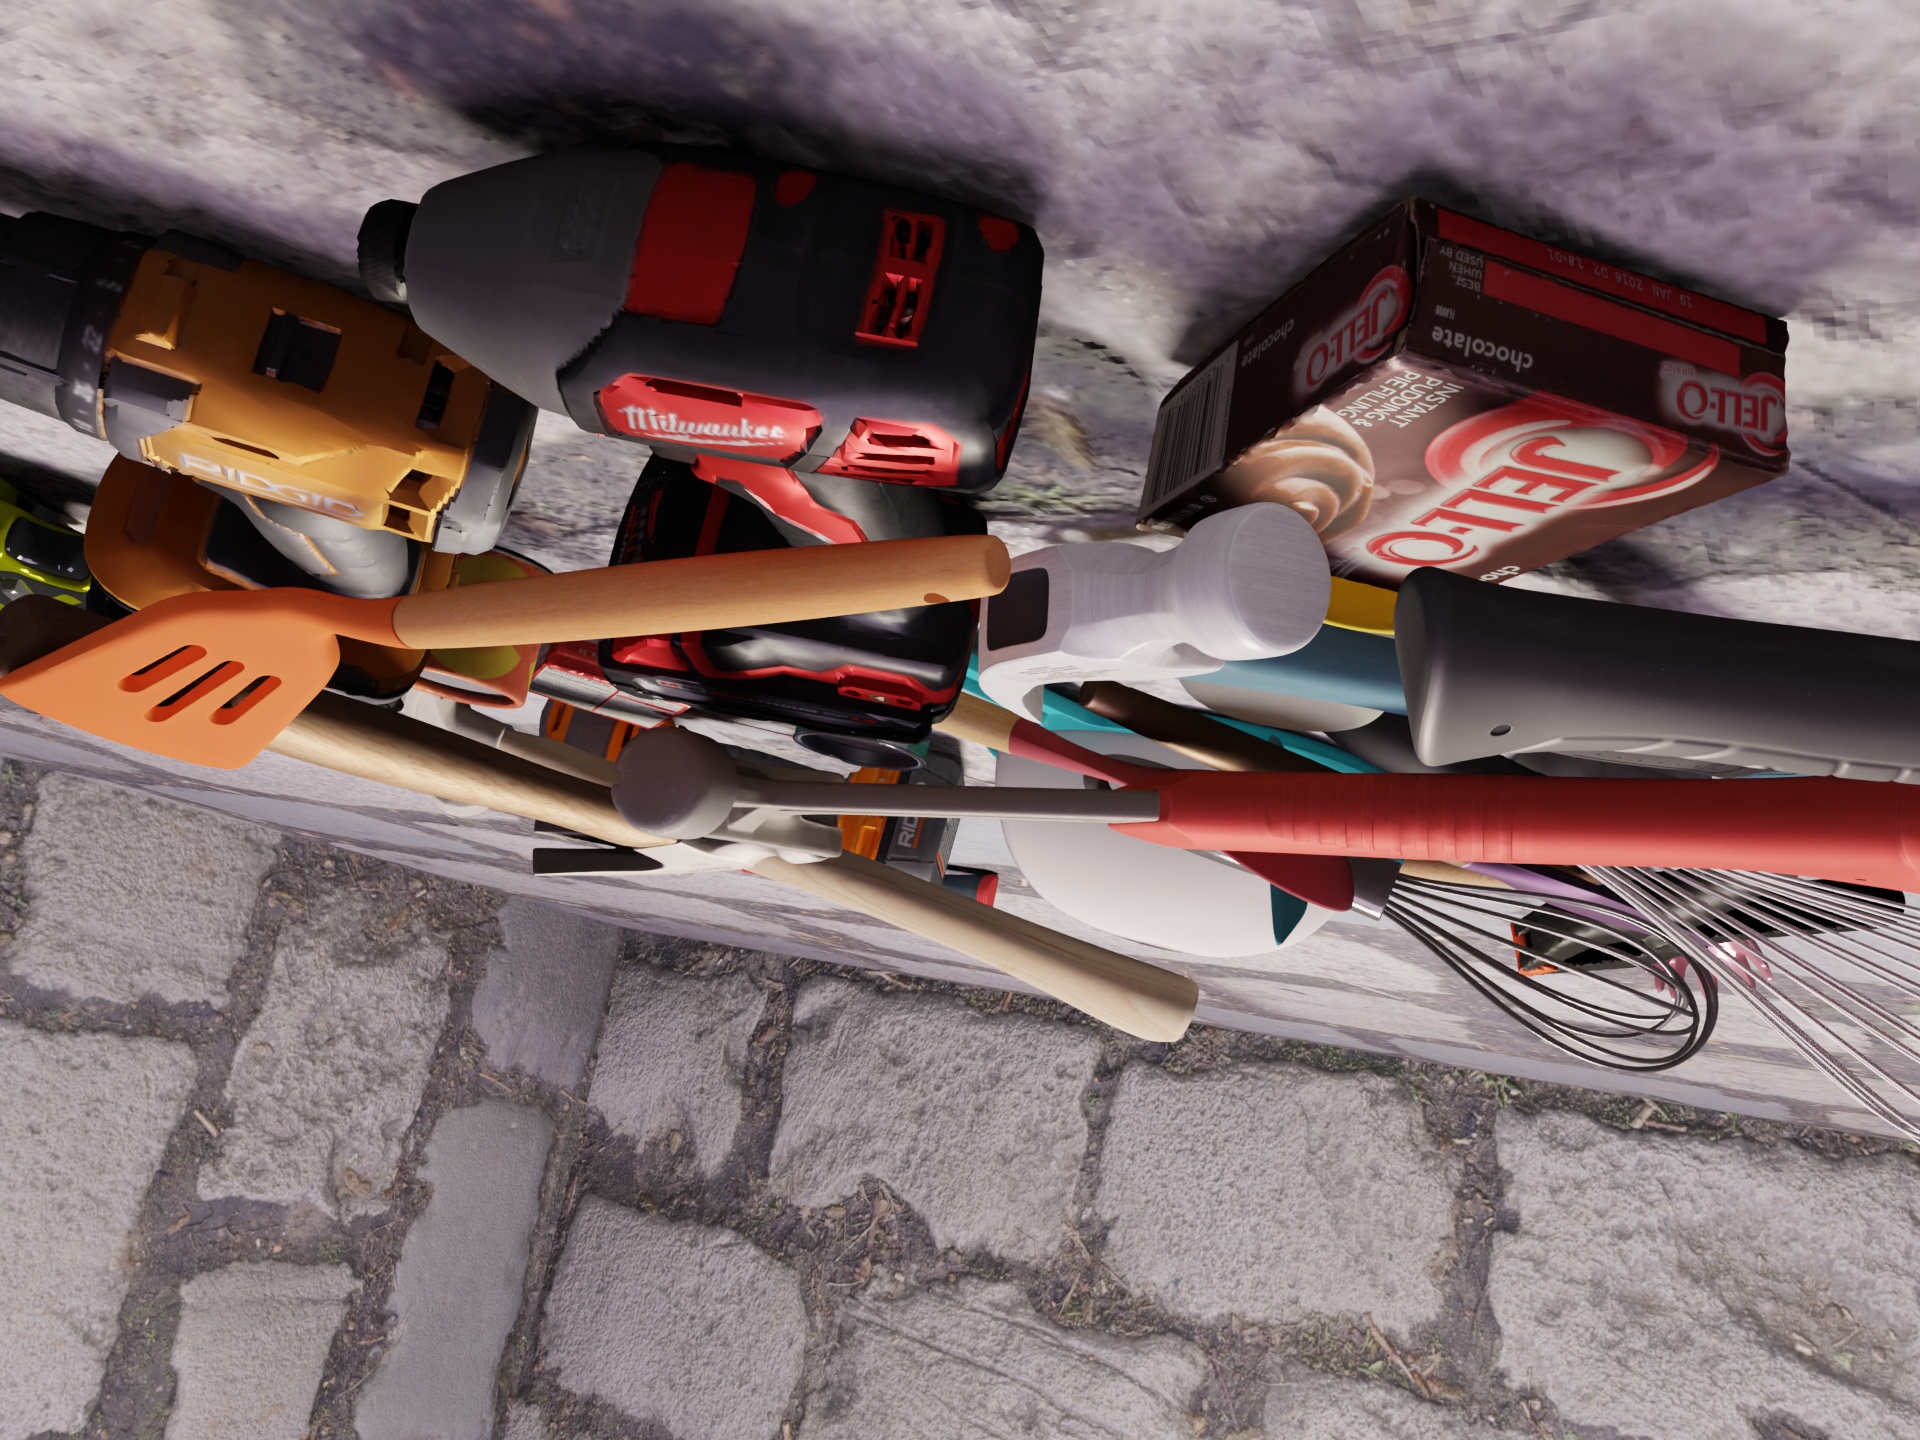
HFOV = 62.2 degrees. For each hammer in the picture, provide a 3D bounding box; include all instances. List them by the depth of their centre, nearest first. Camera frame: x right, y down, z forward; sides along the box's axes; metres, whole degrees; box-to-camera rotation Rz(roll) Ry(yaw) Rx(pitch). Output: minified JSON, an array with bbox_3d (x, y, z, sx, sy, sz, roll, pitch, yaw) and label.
[{"bbox_3d":[0.246,0.001,0.322,0.334,0.035,0.146,6,148,-9],"label":"hammer"},{"bbox_3d":[0.145,-0.007,0.438,0.330,0.033,0.128,8,173,-36],"label":"hammer"},{"bbox_3d":[0.090,0.027,0.460,0.359,0.037,0.149,1,173,19],"label":"hammer"},{"bbox_3d":[-0.196,0.017,0.606,0.130,0.031,0.331,-11,159,31],"label":"hammer"},{"bbox_3d":[-0.075,0.068,0.786,0.410,0.038,0.146,21,151,-1],"label":"hammer"},{"bbox_3d":[-0.147,0.128,1.418,0.386,0.038,0.143,5,164,29],"label":"hammer"}]

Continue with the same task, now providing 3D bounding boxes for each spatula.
[{"bbox_3d":[-0.129,-0.019,0.416,0.323,0.041,0.081,-2,160,33],"label":"spatula"},{"bbox_3d":[0.178,0.042,0.624,0.315,0.018,0.060,22,174,-24],"label":"spatula"},{"bbox_3d":[0.222,0.065,0.730,0.317,0.082,0.044,8,167,-41],"label":"spatula"}]

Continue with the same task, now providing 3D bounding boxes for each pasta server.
[{"bbox_3d":[0.343,0.092,0.815,0.060,0.040,0.316,-22,147,34],"label":"pasta server"}]

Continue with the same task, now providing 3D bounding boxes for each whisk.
[{"bbox_3d":[0.227,0.051,0.518,0.285,0.070,0.070,34,-179,33],"label":"whisk"},{"bbox_3d":[0.154,0.065,0.581,0.239,0.055,0.055,23,170,15],"label":"whisk"}]

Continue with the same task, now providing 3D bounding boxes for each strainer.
[{"bbox_3d":[0.068,0.047,0.736,0.211,0.095,0.340,1,165,40],"label":"strainer"}]

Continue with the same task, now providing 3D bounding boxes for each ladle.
[{"bbox_3d":[-0.001,-0.002,0.591,0.315,0.031,0.069,21,-171,24],"label":"ladle"}]

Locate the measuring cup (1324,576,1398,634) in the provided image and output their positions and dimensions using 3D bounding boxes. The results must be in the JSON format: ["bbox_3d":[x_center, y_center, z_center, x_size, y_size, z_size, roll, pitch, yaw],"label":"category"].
[{"bbox_3d":[0.082,-0.048,0.476,0.157,0.029,0.062,5,169,46],"label":"measuring cup"}]

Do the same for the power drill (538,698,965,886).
[{"bbox_3d":[-0.115,0.041,0.919,0.226,0.084,0.164,15,168,5],"label":"power drill"}]

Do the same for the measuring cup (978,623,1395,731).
[{"bbox_3d":[0.072,-0.022,0.558,0.168,0.038,0.083,1,164,36],"label":"measuring cup"}]

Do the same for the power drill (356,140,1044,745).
[{"bbox_3d":[-0.057,-0.065,0.412,0.143,0.079,0.219,10,164,2],"label":"power drill"}]

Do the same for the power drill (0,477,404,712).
[{"bbox_3d":[-0.364,-0.063,0.699,0.223,0.080,0.171,15,167,-1],"label":"power drill"}]

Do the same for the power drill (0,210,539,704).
[{"bbox_3d":[-0.239,-0.081,0.501,0.185,0.084,0.226,16,162,-19],"label":"power drill"}]
